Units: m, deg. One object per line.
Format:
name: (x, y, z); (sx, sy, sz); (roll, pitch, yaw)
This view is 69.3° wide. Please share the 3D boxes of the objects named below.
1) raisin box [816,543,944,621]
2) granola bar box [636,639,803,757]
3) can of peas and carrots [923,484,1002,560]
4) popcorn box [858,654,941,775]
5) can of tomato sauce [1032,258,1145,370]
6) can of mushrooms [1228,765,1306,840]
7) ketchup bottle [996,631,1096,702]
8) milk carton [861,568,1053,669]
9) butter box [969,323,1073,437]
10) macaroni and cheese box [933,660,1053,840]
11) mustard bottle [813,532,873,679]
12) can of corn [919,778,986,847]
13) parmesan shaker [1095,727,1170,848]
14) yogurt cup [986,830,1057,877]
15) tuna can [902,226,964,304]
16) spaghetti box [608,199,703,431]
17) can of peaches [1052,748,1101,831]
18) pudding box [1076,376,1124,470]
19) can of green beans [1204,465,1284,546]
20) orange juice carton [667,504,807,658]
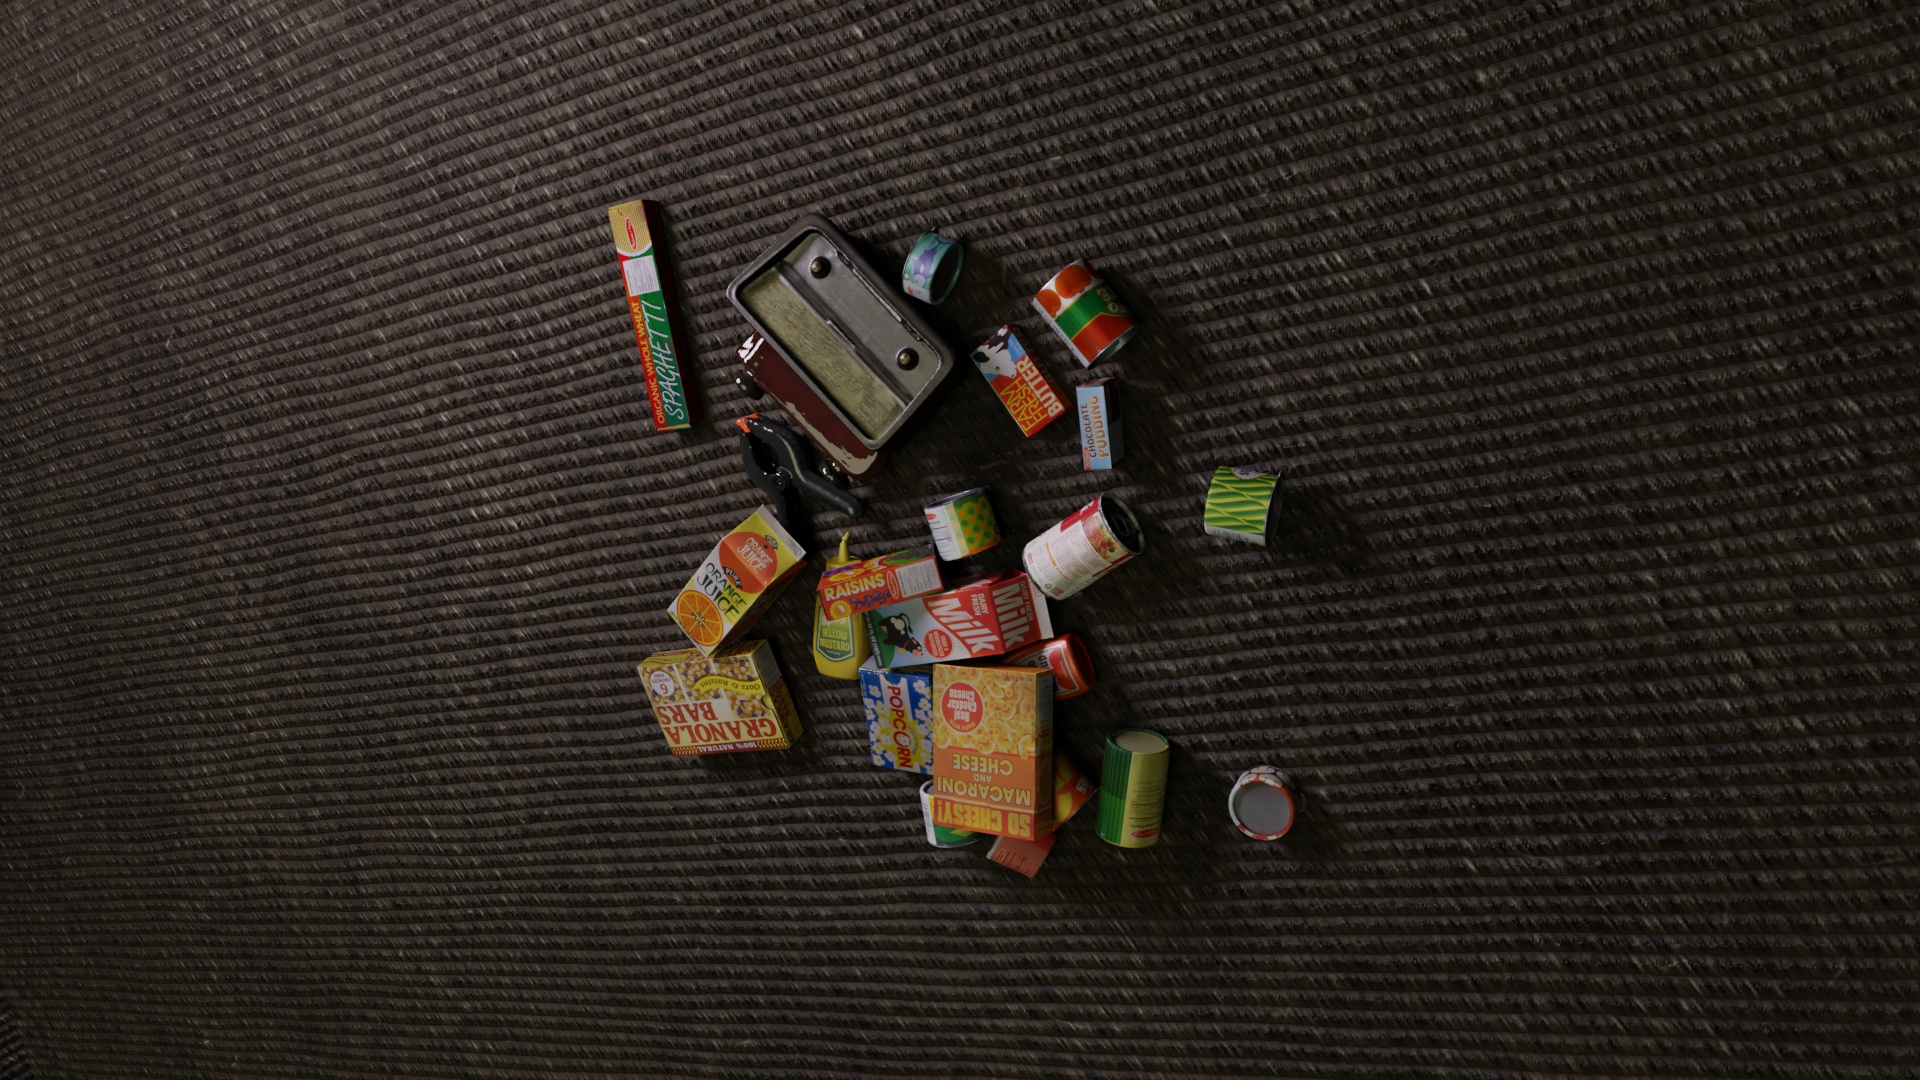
raisin box: (-0.081, 0.042, 1.424); (0.123, 0.086, 0.040); (-16, 100, 0)
granola bar box: (-0.277, 0.183, 1.594); (0.165, 0.039, 0.123); (-9, 111, 27)
can of peas and carrots: (0.005, -0.018, 1.407); (0.071, 0.071, 0.058); (-16, 97, 28)
popcorn box: (-0.057, 0.188, 1.492); (0.085, 0.038, 0.126); (6, 118, 25)
can of tomato sauce: (0.120, -0.213, 1.301); (0.071, 0.071, 0.083); (-42, 83, 28)
can of mushrooms: (0.300, 0.257, 1.358); (0.071, 0.033, 0.071); (6, 105, 24)
ketchup bottle: (0.064, 0.143, 1.433); (0.148, 0.044, 0.064); (-21, 91, 29)
milk carton: (0.002, 0.078, 1.428); (0.190, 0.074, 0.072); (-9, 101, 27)
butter box: (0.060, -0.157, 1.367); (0.053, 0.024, 0.103); (-37, 86, 29)
macaroni and cheese box: (0.033, 0.209, 1.404); (0.123, 0.040, 0.166); (2, 93, 33)
mustard bottle: (-0.126, 0.069, 1.499); (0.065, 0.049, 0.159); (6, 106, 22)
can of corn: (-0.005, 0.289, 1.492); (0.071, 0.071, 0.058); (-4, 101, 26)
parmesan shaker: (0.176, 0.247, 1.397); (0.071, 0.071, 0.102); (11, 107, 22)
yogurt cup: (0.067, 0.319, 1.467); (0.054, 0.073, 0.072); (30, 115, 6)
tuna can: (-0.025, -0.268, 1.355); (0.033, 0.071, 0.070); (27, 113, 16)
spaghetti box: (-0.334, -0.245, 1.526); (0.050, 0.029, 0.249); (-6, 101, 26)
can of peaches: (0.101, 0.255, 1.432); (0.058, 0.071, 0.071); (45, 117, 9)
pudding box: (0.135, -0.112, 1.329); (0.030, 0.050, 0.083); (-1, 104, 24)
can of green beans: (0.262, -0.032, 1.281); (0.058, 0.071, 0.071); (12, 109, 22)
orange juice carton: (-0.235, 0.040, 1.510); (0.072, 0.073, 0.191); (49, 130, 6)
